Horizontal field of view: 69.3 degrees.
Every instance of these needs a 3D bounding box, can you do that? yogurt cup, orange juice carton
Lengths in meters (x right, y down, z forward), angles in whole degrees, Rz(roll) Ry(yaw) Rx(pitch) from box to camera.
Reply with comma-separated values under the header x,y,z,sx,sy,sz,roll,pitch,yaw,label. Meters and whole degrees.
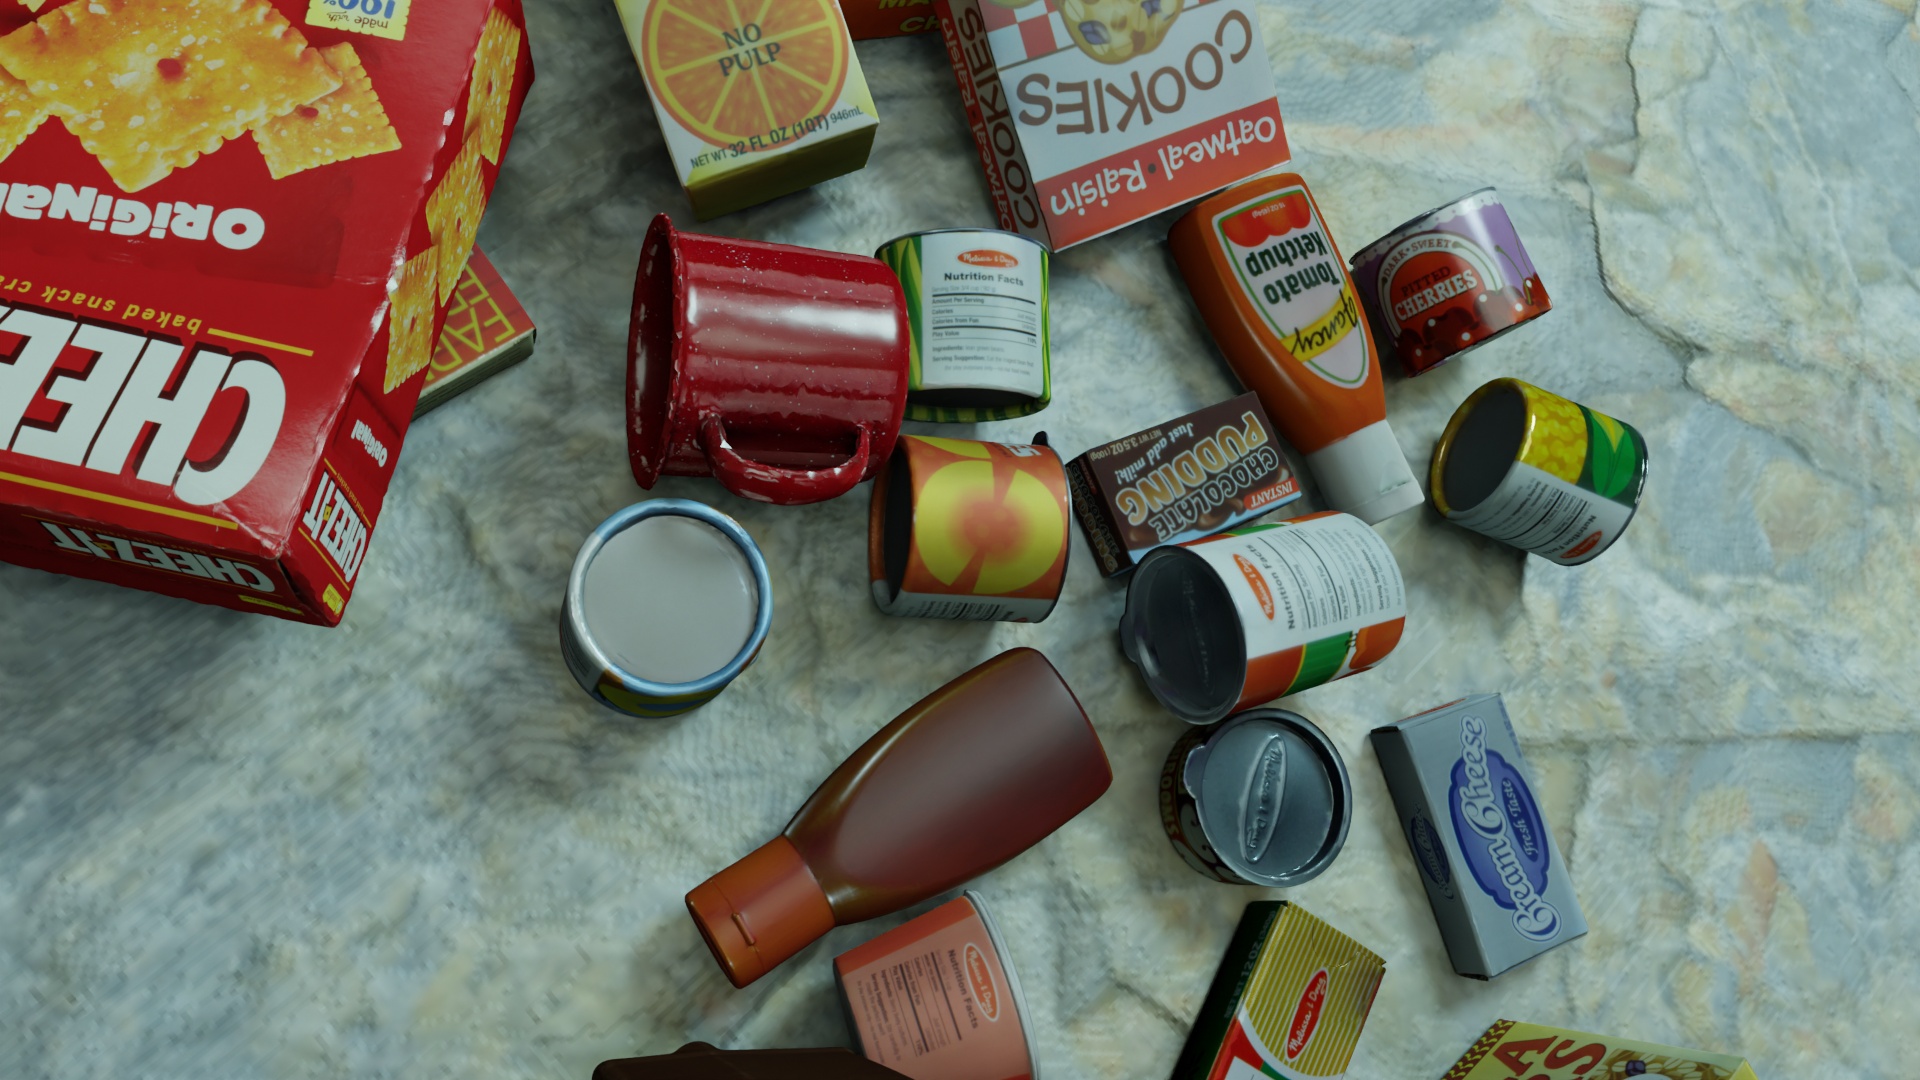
x,y,z,sx,sy,sz,roll,pitch,yaw,label
-0.010,0.157,0.460,0.054,0.072,0.072,-15,82,-12,yogurt cup
-0.096,-0.220,0.492,0.072,0.073,0.192,-20,96,-6,orange juice carton

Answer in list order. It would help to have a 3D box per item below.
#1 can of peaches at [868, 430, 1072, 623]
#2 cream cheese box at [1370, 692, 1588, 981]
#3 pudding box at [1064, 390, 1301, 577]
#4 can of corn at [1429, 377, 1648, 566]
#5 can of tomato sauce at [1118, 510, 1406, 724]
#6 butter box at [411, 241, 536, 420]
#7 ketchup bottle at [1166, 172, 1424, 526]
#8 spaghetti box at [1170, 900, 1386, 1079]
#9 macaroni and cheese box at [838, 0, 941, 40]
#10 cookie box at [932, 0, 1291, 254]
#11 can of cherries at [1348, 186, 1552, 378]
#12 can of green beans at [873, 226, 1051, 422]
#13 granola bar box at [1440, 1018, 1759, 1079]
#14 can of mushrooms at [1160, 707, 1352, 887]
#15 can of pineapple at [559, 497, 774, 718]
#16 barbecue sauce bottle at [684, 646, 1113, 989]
x,y,z,sx,sy,sz,roll,pitch,yaw,label
0.002,-0.006,0.502,0.058,0.071,0.071,3,76,-17,can of peaches
0.210,0.118,0.561,0.053,0.024,0.104,-15,82,-20,cream cheese box
0.087,-0.022,0.553,0.084,0.030,0.049,-20,85,-21,pudding box
0.242,-0.031,0.587,0.058,0.071,0.071,20,72,-12,can of corn
0.114,0.028,0.525,0.083,0.071,0.071,-11,81,-30,can of tomato sauce
-0.202,-0.064,0.472,0.104,0.024,0.053,-36,90,-22,butter box
0.144,-0.076,0.578,0.065,0.043,0.149,-23,85,-22,ketchup bottle
0.077,0.248,0.483,0.050,0.028,0.251,33,69,-8,spaghetti box
-0.022,-0.298,0.580,0.124,0.040,0.166,-14,82,-20,macaroni and cheese box
0.055,-0.211,0.553,0.123,0.040,0.167,-25,108,-20,cookie box
0.208,-0.109,0.593,0.072,0.071,0.058,-23,86,-21,can of cherries
0.001,-0.078,0.517,0.071,0.071,0.058,2,83,-18,can of green beans
0.181,0.236,0.469,0.166,0.124,0.039,-34,89,-22,granola bar box
0.110,0.097,0.529,0.071,0.033,0.071,4,76,-17,can of mushrooms
-0.098,0.024,0.466,0.071,0.057,0.071,4,75,-17,can of pineapple
-0.022,0.098,0.481,0.149,0.043,0.065,-29,87,-21,barbecue sauce bottle
